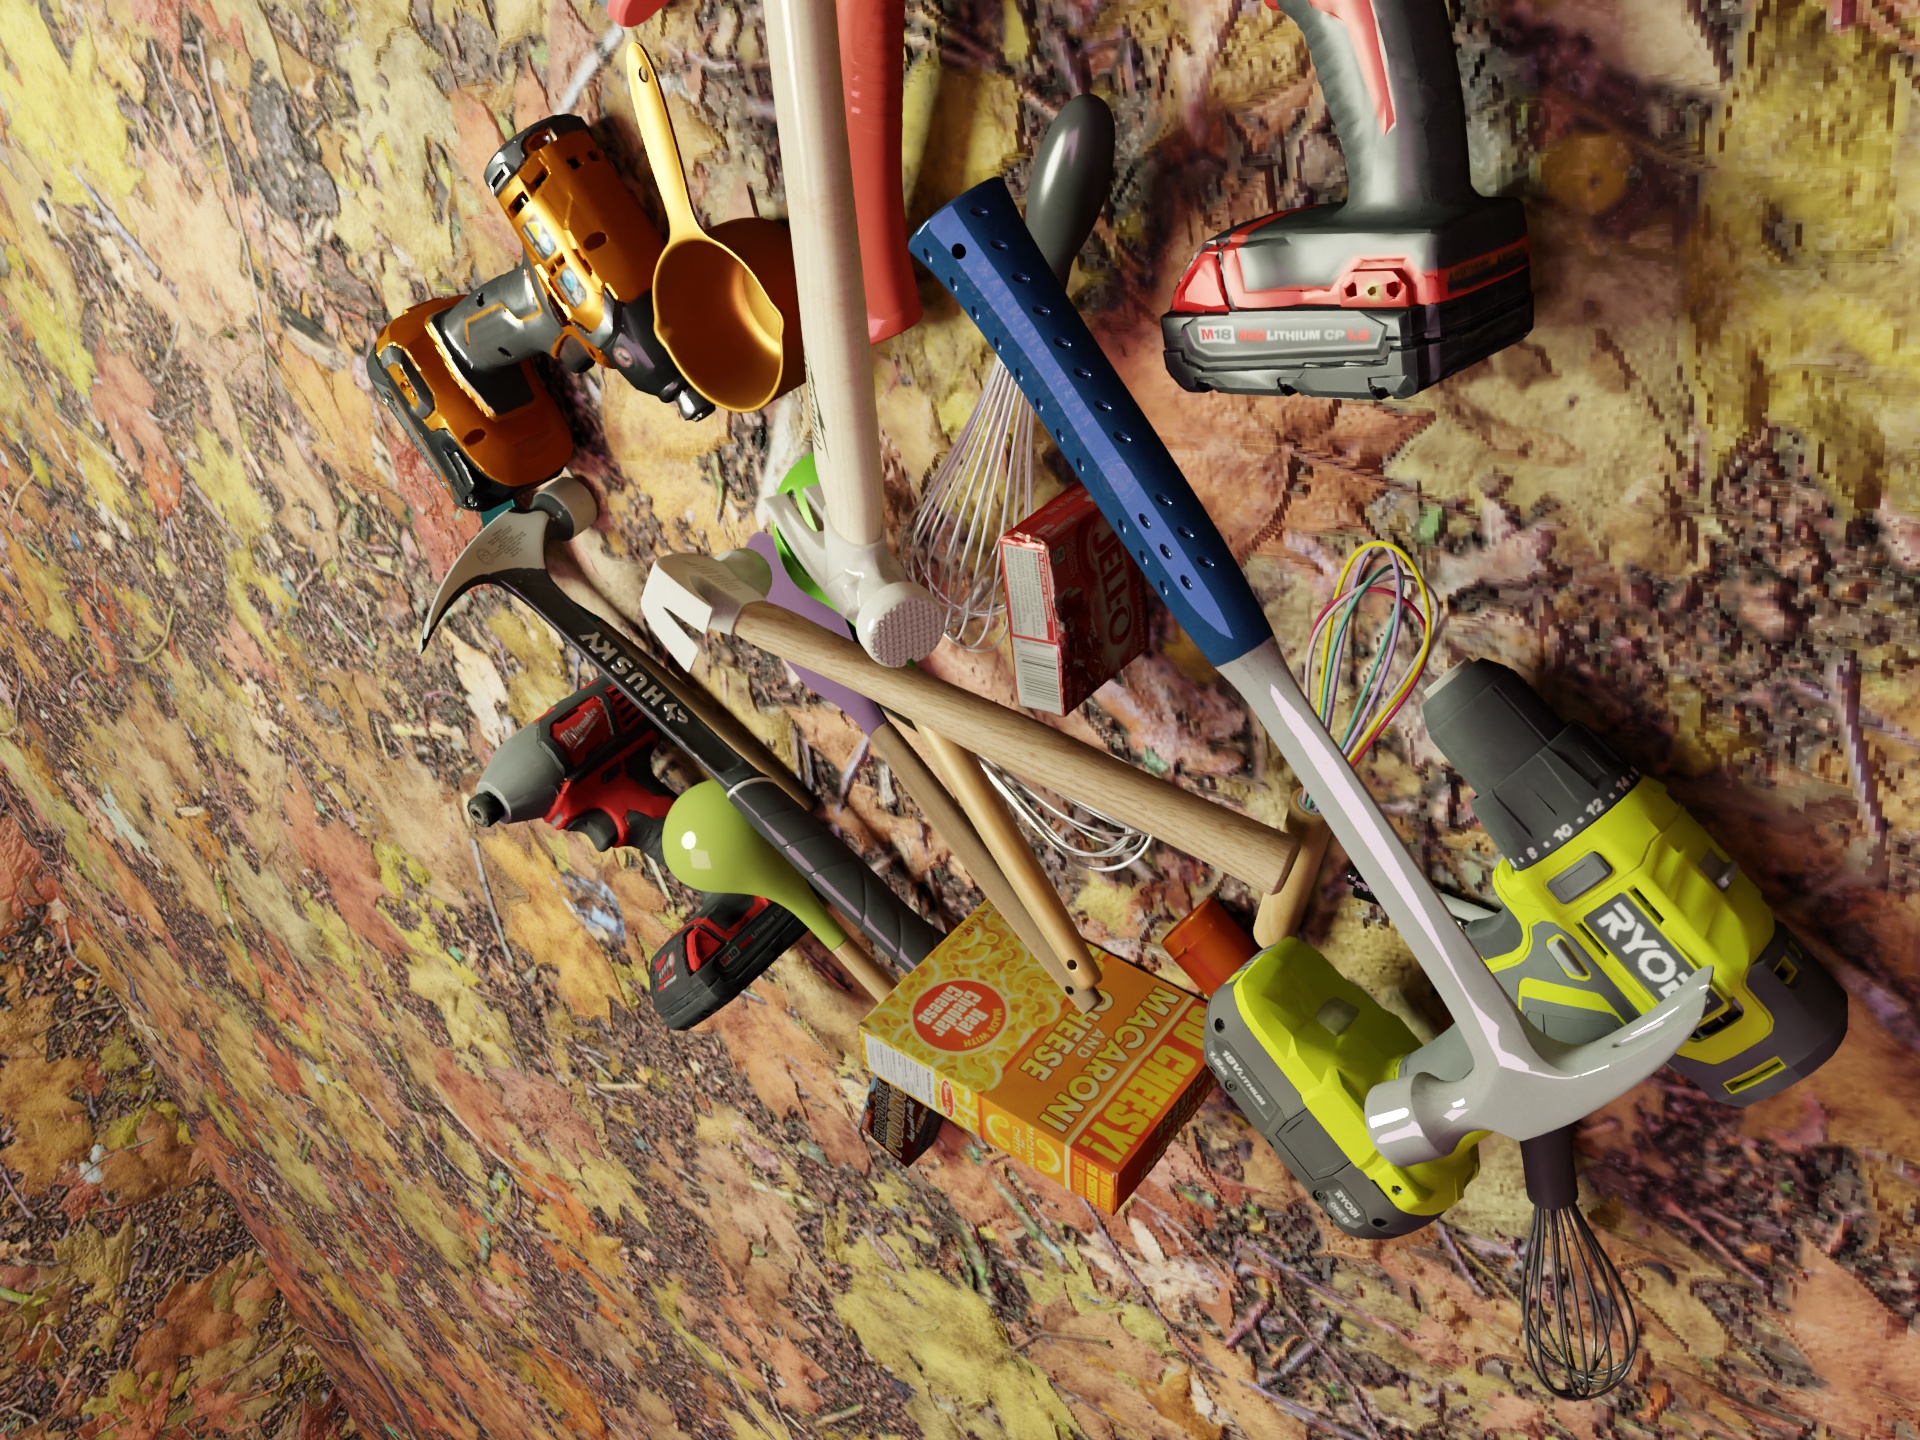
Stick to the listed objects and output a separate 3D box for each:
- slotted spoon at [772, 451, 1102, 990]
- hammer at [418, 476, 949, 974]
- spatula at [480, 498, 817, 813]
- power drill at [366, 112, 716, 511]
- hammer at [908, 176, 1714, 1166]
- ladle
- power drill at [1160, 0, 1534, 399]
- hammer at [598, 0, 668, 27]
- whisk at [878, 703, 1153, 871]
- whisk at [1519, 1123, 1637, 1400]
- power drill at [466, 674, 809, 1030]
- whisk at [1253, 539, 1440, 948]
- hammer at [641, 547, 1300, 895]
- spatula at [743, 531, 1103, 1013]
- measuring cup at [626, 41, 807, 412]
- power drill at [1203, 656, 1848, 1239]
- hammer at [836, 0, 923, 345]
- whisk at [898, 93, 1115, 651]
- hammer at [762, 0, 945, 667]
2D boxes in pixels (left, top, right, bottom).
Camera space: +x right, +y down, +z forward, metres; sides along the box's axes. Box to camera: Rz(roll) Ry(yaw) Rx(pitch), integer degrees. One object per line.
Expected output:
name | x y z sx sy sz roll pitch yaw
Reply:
slotted spoon | -0.014 -0.002 0.808 0.070 0.031 0.314 -37 79 32
hammer | -0.142 0.030 0.951 0.409 0.149 0.036 43 141 0
spatula | -0.208 -0.050 1.023 0.317 0.044 0.082 40 140 7
power drill | -0.228 -0.202 0.882 0.226 0.084 0.164 -27 99 47
hammer | 0.115 -0.019 0.583 0.144 0.035 0.405 -31 95 38
ladle | -0.063 0.161 1.008 0.320 0.078 0.062 47 152 -9
power drill | 0.103 -0.231 0.540 0.188 0.080 0.226 15 125 46
hammer | -0.280 -0.451 0.776 0.386 0.038 0.143 35 136 20
whisk | 0.002 0.006 0.847 0.246 0.057 0.059 30 102 29
whisk | 0.277 0.217 0.735 0.055 0.055 0.238 4 116 43
power drill | -0.207 0.084 1.029 0.219 0.143 0.078 50 138 -1
whisk | 0.163 0.024 0.701 0.047 0.051 0.244 26 138 21
hammer | -0.001 -0.002 0.735 0.331 0.130 0.031 25 107 13
spatula | -0.026 0.023 0.838 0.316 0.018 0.059 52 131 16
measuring cup | -0.113 -0.238 0.764 0.095 0.052 0.173 6 121 42
power drill | 0.208 0.100 0.659 0.191 0.080 0.228 51 130 11
hammer | -0.046 -0.304 0.618 0.149 0.037 0.358 27 143 19
whisk | 0.020 -0.137 0.691 0.070 0.070 0.284 36 139 18
hammer | -0.061 -0.223 0.633 0.146 0.038 0.410 -128 27 -46
